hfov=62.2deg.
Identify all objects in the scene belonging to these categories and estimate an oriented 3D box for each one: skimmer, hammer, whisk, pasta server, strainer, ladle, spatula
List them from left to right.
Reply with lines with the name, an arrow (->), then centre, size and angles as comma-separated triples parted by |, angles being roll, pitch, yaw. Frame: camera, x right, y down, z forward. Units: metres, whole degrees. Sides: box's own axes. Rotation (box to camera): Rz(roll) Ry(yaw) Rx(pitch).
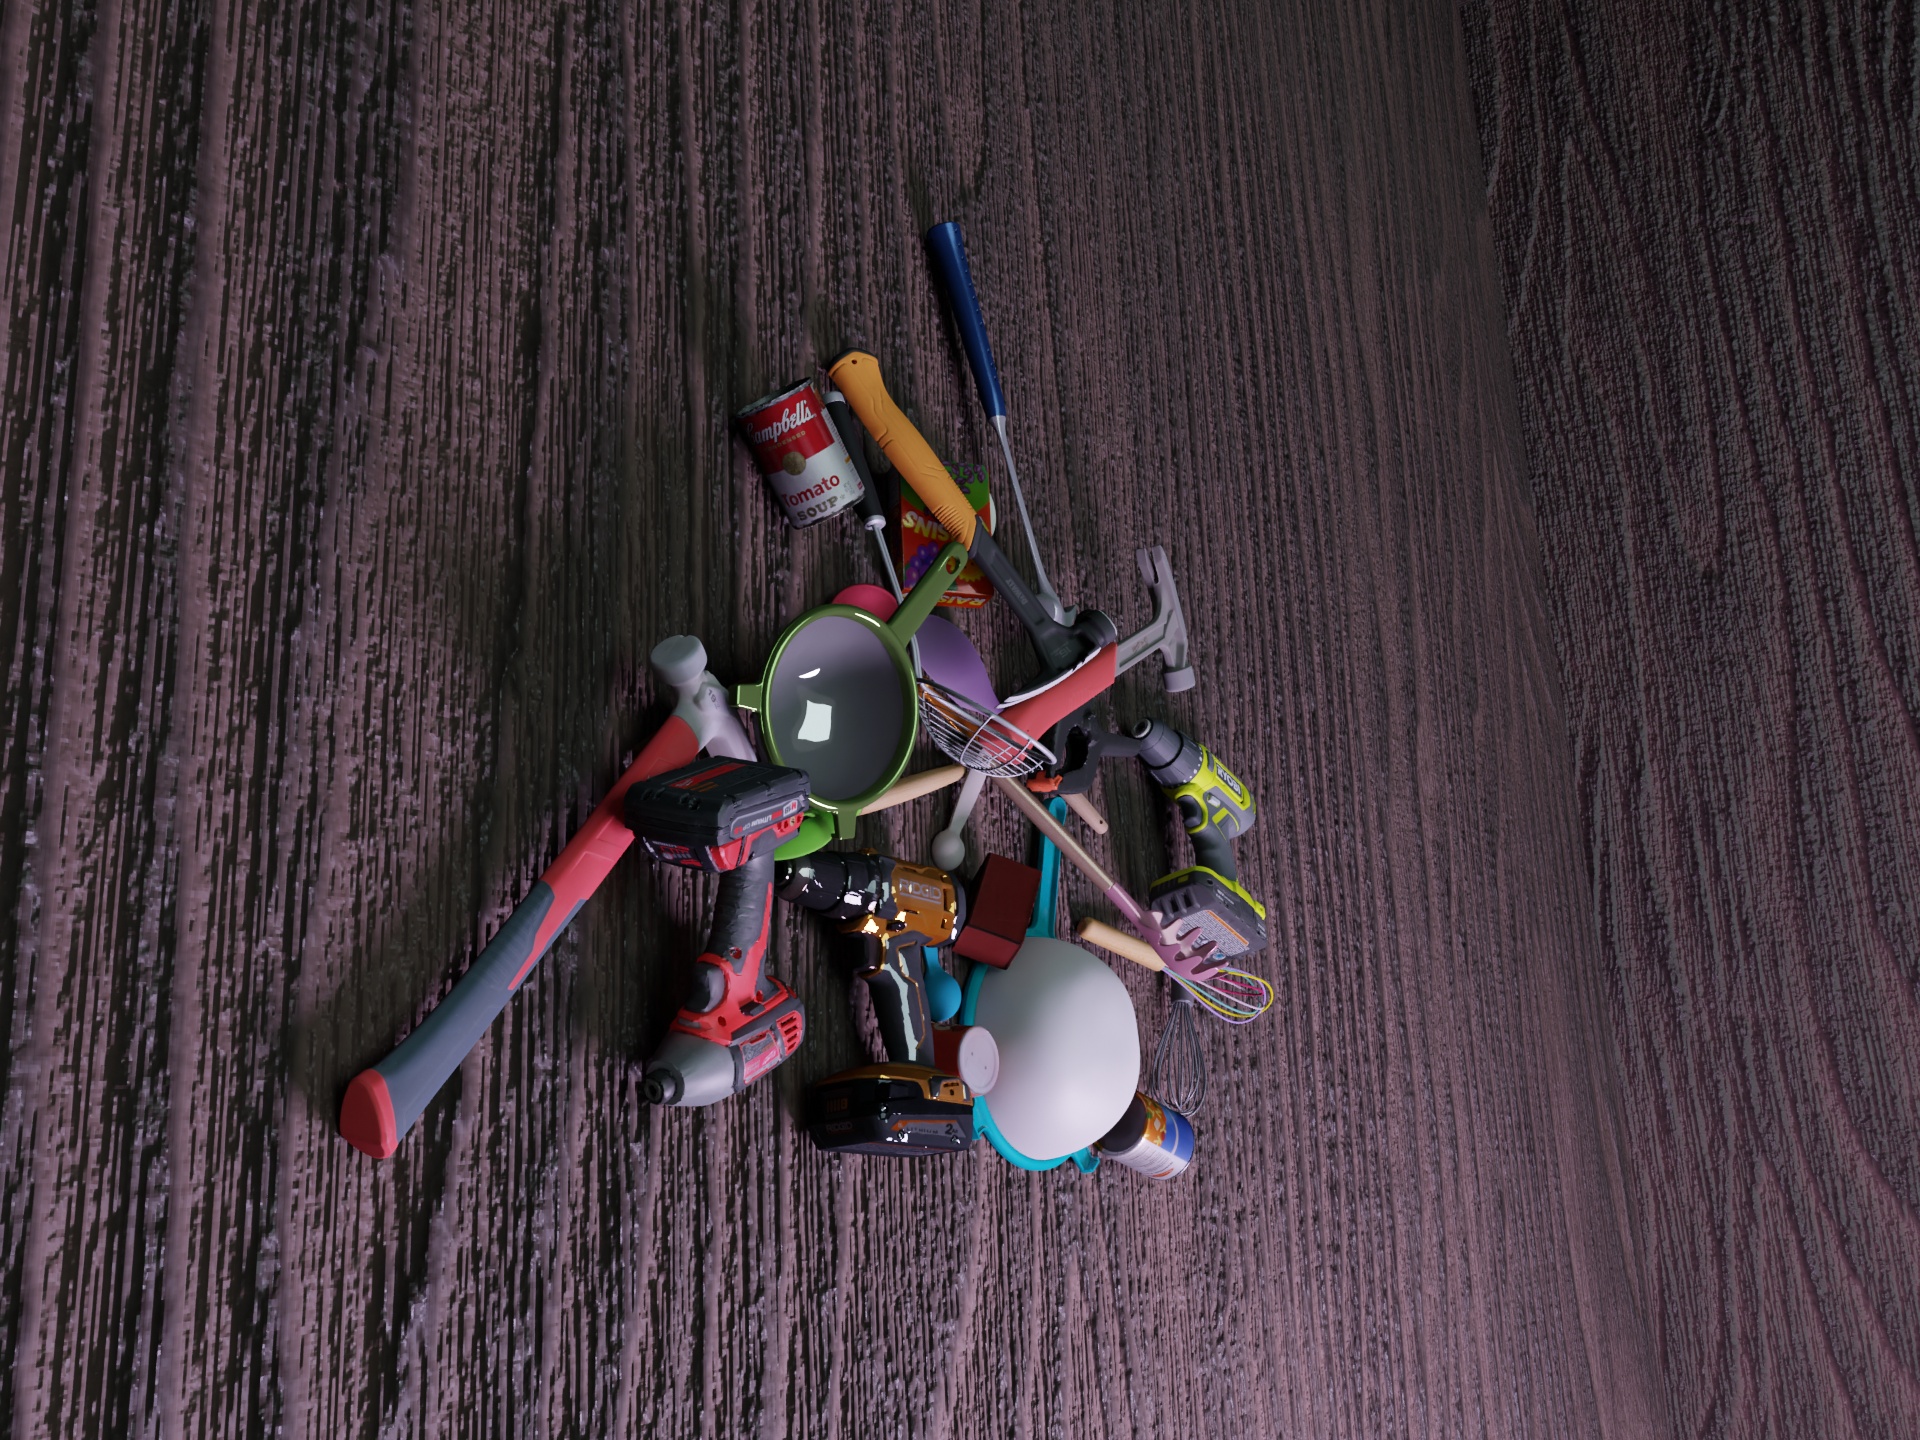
hammer -> -0.245, 0.118, 1.002 | 0.386, 0.038, 0.143 | -58, 141, -41
ladle -> -0.142, -0.034, 1.218 | 0.315, 0.031, 0.069 | -36, 104, -51
strainer -> -0.080, -0.046, 1.192 | 0.151, 0.069, 0.256 | 55, 53, -29
skimmer -> -0.024, -0.118, 1.298 | 0.127, 0.090, 0.363 | 48, 22, -75
hammer -> -0.010, -0.172, 1.354 | 0.127, 0.034, 0.337 | -36, 89, -25
hammer -> 0.038, -0.275, 1.516 | 0.144, 0.035, 0.405 | 5, 69, -77
spatula -> 0.053, 0.012, 1.480 | 0.315, 0.018, 0.060 | 47, 55, -35
strainer -> 0.102, 0.224, 1.412 | 0.210, 0.095, 0.341 | 31, 56, -45
hammer -> 0.120, -0.051, 1.475 | 0.359, 0.037, 0.149 | -31, 108, -52
pasta server -> 0.121, 0.126, 1.435 | 0.316, 0.040, 0.060 | 45, 19, -7
whisk -> 0.214, 0.240, 1.561 | 0.244, 0.047, 0.051 | 27, 55, -27
whisk -> 0.221, 0.286, 1.605 | 0.055, 0.055, 0.239 | 41, 43, -40

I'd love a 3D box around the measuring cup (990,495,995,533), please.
measuring cup -> -0.008, -0.158, 1.432 | 0.083, 0.038, 0.168 | 48, 42, -34

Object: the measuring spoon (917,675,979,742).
measuring spoon -> -0.002, -0.005, 1.414 | 0.116, 0.011, 0.021 | 42, 47, -39

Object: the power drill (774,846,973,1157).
power drill -> -0.069, 0.206, 1.197 | 0.185, 0.084, 0.226 | 22, 58, -46

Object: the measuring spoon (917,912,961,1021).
measuring spoon -> -0.019, 0.185, 1.319 | 0.042, 0.021, 0.129 | -2, 82, -55

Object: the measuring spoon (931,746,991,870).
measuring spoon -> 0.008, 0.074, 1.379 | 0.034, 0.018, 0.124 | 42, 59, -36

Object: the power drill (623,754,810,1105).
power drill -> -0.161, 0.143, 1.049 | 0.143, 0.078, 0.219 | -22, 116, -59

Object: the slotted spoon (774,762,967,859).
slotted spoon -> -0.073, 0.063, 1.266 | 0.313, 0.070, 0.031 | -15, 118, -61

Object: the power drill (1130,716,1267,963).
power drill -> 0.241, 0.118, 1.636 | 0.190, 0.080, 0.229 | 40, 37, -36
